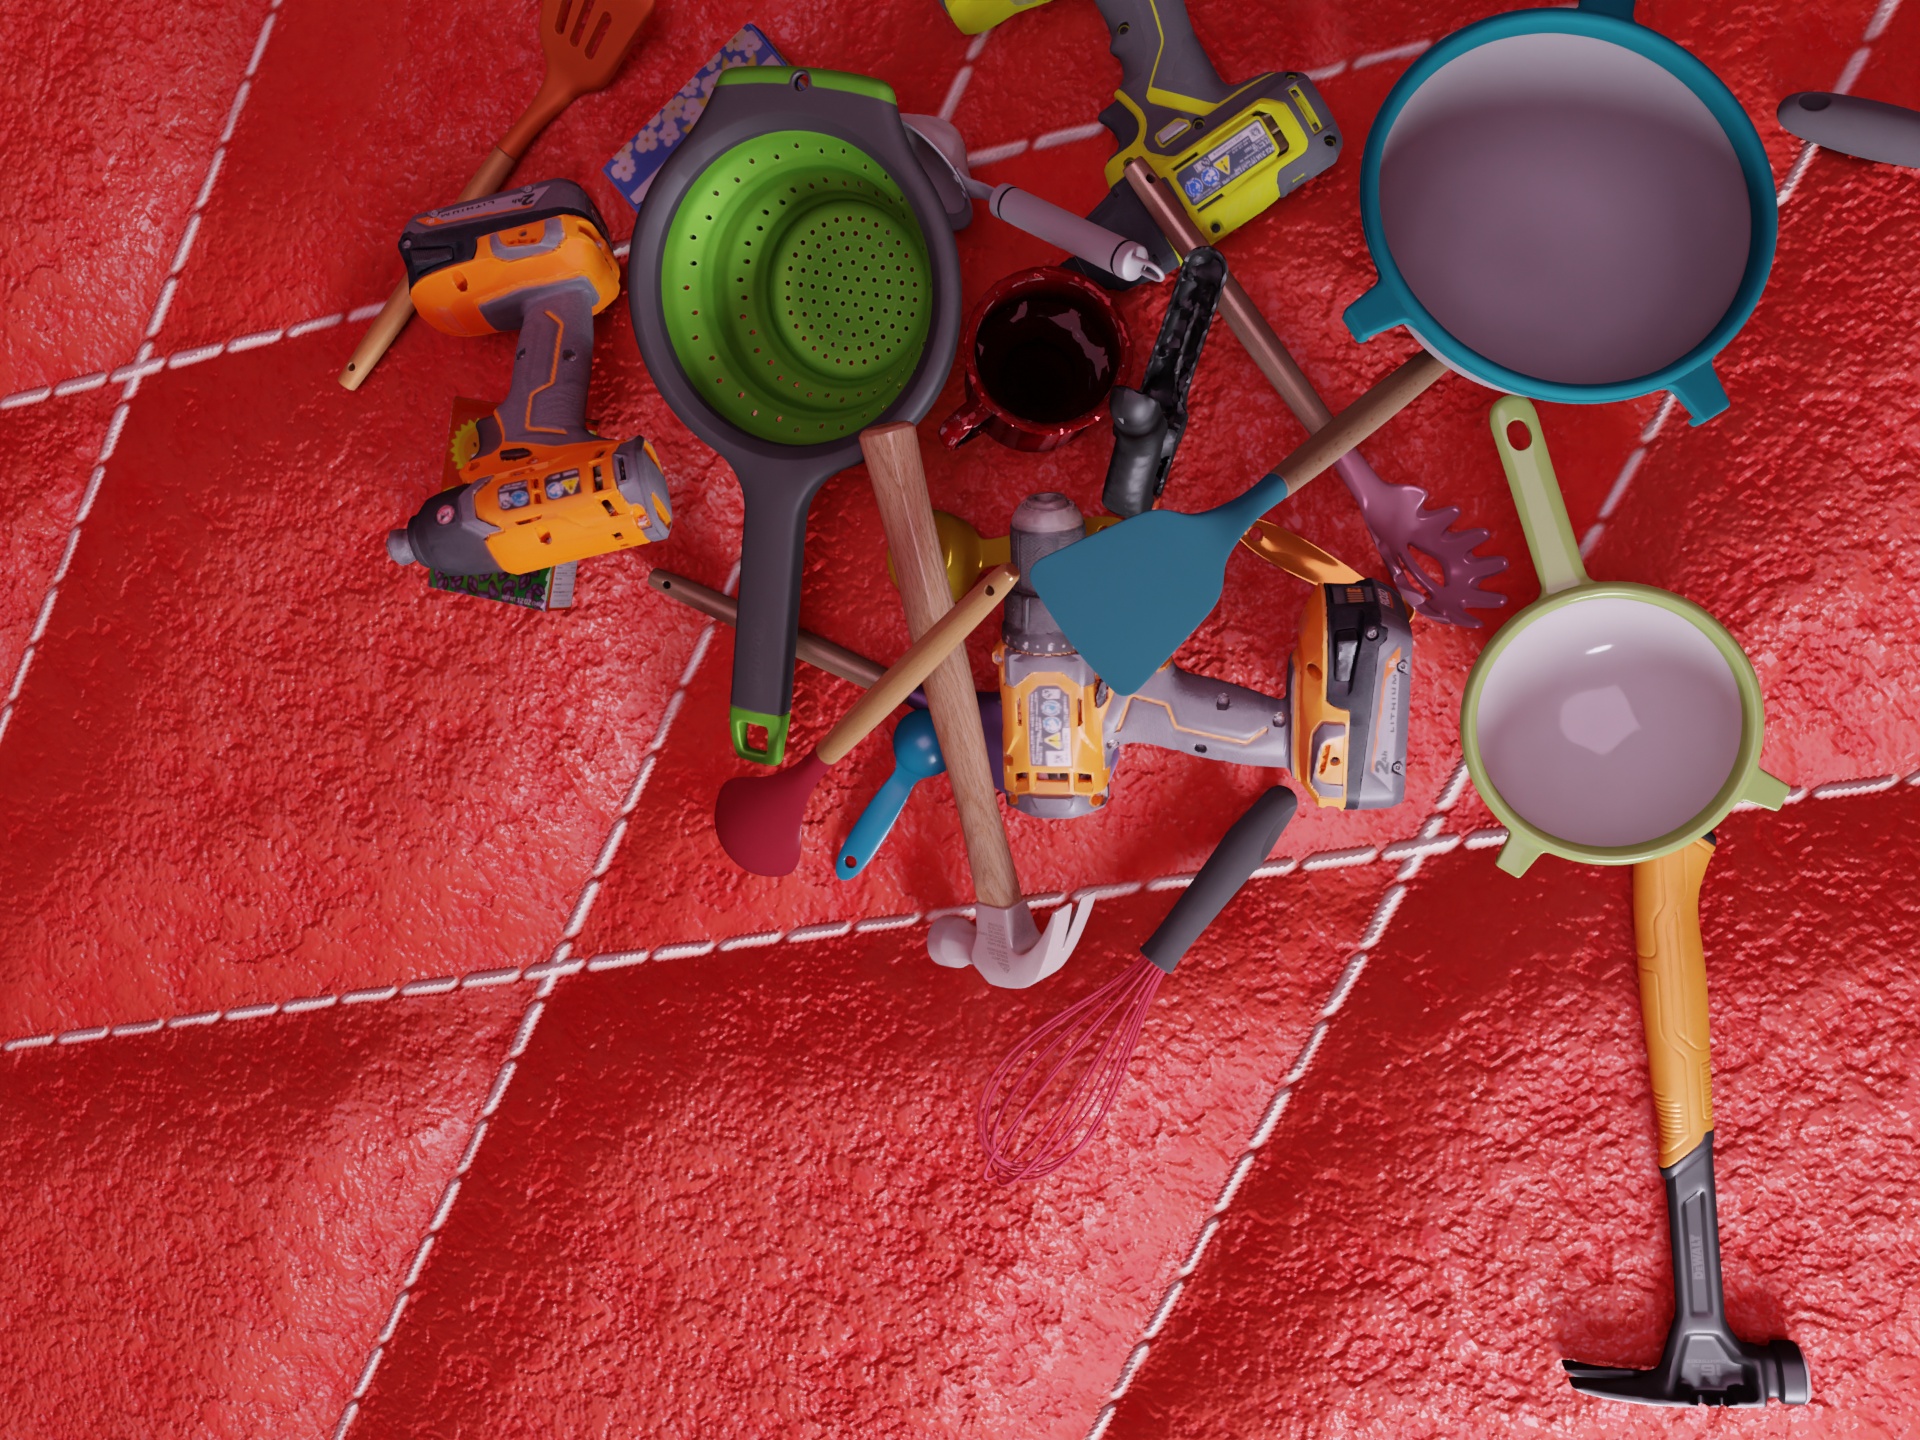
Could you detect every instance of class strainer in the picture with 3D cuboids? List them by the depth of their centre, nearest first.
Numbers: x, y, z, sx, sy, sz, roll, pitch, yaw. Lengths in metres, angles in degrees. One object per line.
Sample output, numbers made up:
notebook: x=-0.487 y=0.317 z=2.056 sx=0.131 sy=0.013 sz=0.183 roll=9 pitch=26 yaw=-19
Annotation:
strainer: x=0.318 y=-0.314 z=0.847 sx=0.211 sy=0.095 sz=0.340 roll=14 pitch=79 yaw=0
strainer: x=0.332 y=-0.051 z=0.865 sx=0.151 sy=0.069 sz=0.256 roll=-17 pitch=89 yaw=13
strainer: x=0.022 y=-0.290 z=0.881 sx=0.050 sy=0.086 sz=0.259 roll=-46 pitch=53 yaw=-7

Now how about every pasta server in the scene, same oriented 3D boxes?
pasta server: x=0.192 y=-0.179 z=0.873 sx=0.060 sy=0.040 sz=0.316 roll=-41 pitch=99 yaw=-17

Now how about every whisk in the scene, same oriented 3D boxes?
whisk: x=0.541 y=-0.281 z=0.815 sx=0.239 sy=0.055 sz=0.055 roll=22 pitch=99 yaw=15
whisk: x=0.103 y=0.157 z=0.941 sx=0.073 sy=0.073 sz=0.296 roll=38 pitch=96 yaw=7

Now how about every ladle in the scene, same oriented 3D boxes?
ladle: x=-0.061 y=0.006 z=0.903 sx=0.069 sy=0.031 sz=0.315 roll=50 pitch=130 yaw=3

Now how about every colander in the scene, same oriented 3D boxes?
colander: x=-0.091 y=-0.171 z=0.945 sx=0.204 sy=0.094 sz=0.397 roll=12 pitch=108 yaw=17

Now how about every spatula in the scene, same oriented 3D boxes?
spatula: x=0.177 y=-0.135 z=0.839 sx=0.317 sy=0.044 sz=0.082 roll=-38 pitch=90 yaw=-22
spatula: x=-0.054 y=-0.025 z=0.980 sx=0.316 sy=0.018 sz=0.059 roll=25 pitch=104 yaw=9
spatula: x=-0.304 y=-0.340 z=1.000 sx=0.081 sy=0.041 sz=0.322 roll=41 pitch=102 yaw=6

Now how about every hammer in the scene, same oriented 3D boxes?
hammer: x=0.396 y=0.217 z=0.890 sx=0.127 sy=0.034 sz=0.337 roll=-4 pitch=93 yaw=12
hammer: x=-0.001 y=-0.003 z=0.894 sx=0.130 sy=0.031 sz=0.331 roll=4 pitch=112 yaw=50

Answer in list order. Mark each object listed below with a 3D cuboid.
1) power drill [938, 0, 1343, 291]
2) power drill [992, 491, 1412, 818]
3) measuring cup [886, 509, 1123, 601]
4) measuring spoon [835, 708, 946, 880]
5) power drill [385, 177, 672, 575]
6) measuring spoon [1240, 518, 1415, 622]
power drill: x=0.085 y=-0.364 z=0.895 sx=0.171 sy=0.080 sz=0.223 roll=-31 pitch=90 yaw=13
power drill: x=0.130 y=-0.036 z=0.881 sx=0.226 sy=0.084 sz=0.185 roll=0 pitch=113 yaw=10
measuring cup: x=0.023 y=-0.103 z=0.924 sx=0.156 sy=0.029 sz=0.062 roll=-6 pitch=78 yaw=34
measuring spoon: x=-0.045 y=0.050 z=0.974 sx=0.042 sy=0.021 sz=0.128 roll=34 pitch=108 yaw=5
power drill: x=-0.269 y=-0.194 z=0.943 sx=0.164 sy=0.084 sz=0.227 roll=-14 pitch=73 yaw=3
measuring spoon: x=0.210 y=-0.087 z=0.922 sx=0.117 sy=0.011 sz=0.021 roll=31 pitch=100 yaw=12
